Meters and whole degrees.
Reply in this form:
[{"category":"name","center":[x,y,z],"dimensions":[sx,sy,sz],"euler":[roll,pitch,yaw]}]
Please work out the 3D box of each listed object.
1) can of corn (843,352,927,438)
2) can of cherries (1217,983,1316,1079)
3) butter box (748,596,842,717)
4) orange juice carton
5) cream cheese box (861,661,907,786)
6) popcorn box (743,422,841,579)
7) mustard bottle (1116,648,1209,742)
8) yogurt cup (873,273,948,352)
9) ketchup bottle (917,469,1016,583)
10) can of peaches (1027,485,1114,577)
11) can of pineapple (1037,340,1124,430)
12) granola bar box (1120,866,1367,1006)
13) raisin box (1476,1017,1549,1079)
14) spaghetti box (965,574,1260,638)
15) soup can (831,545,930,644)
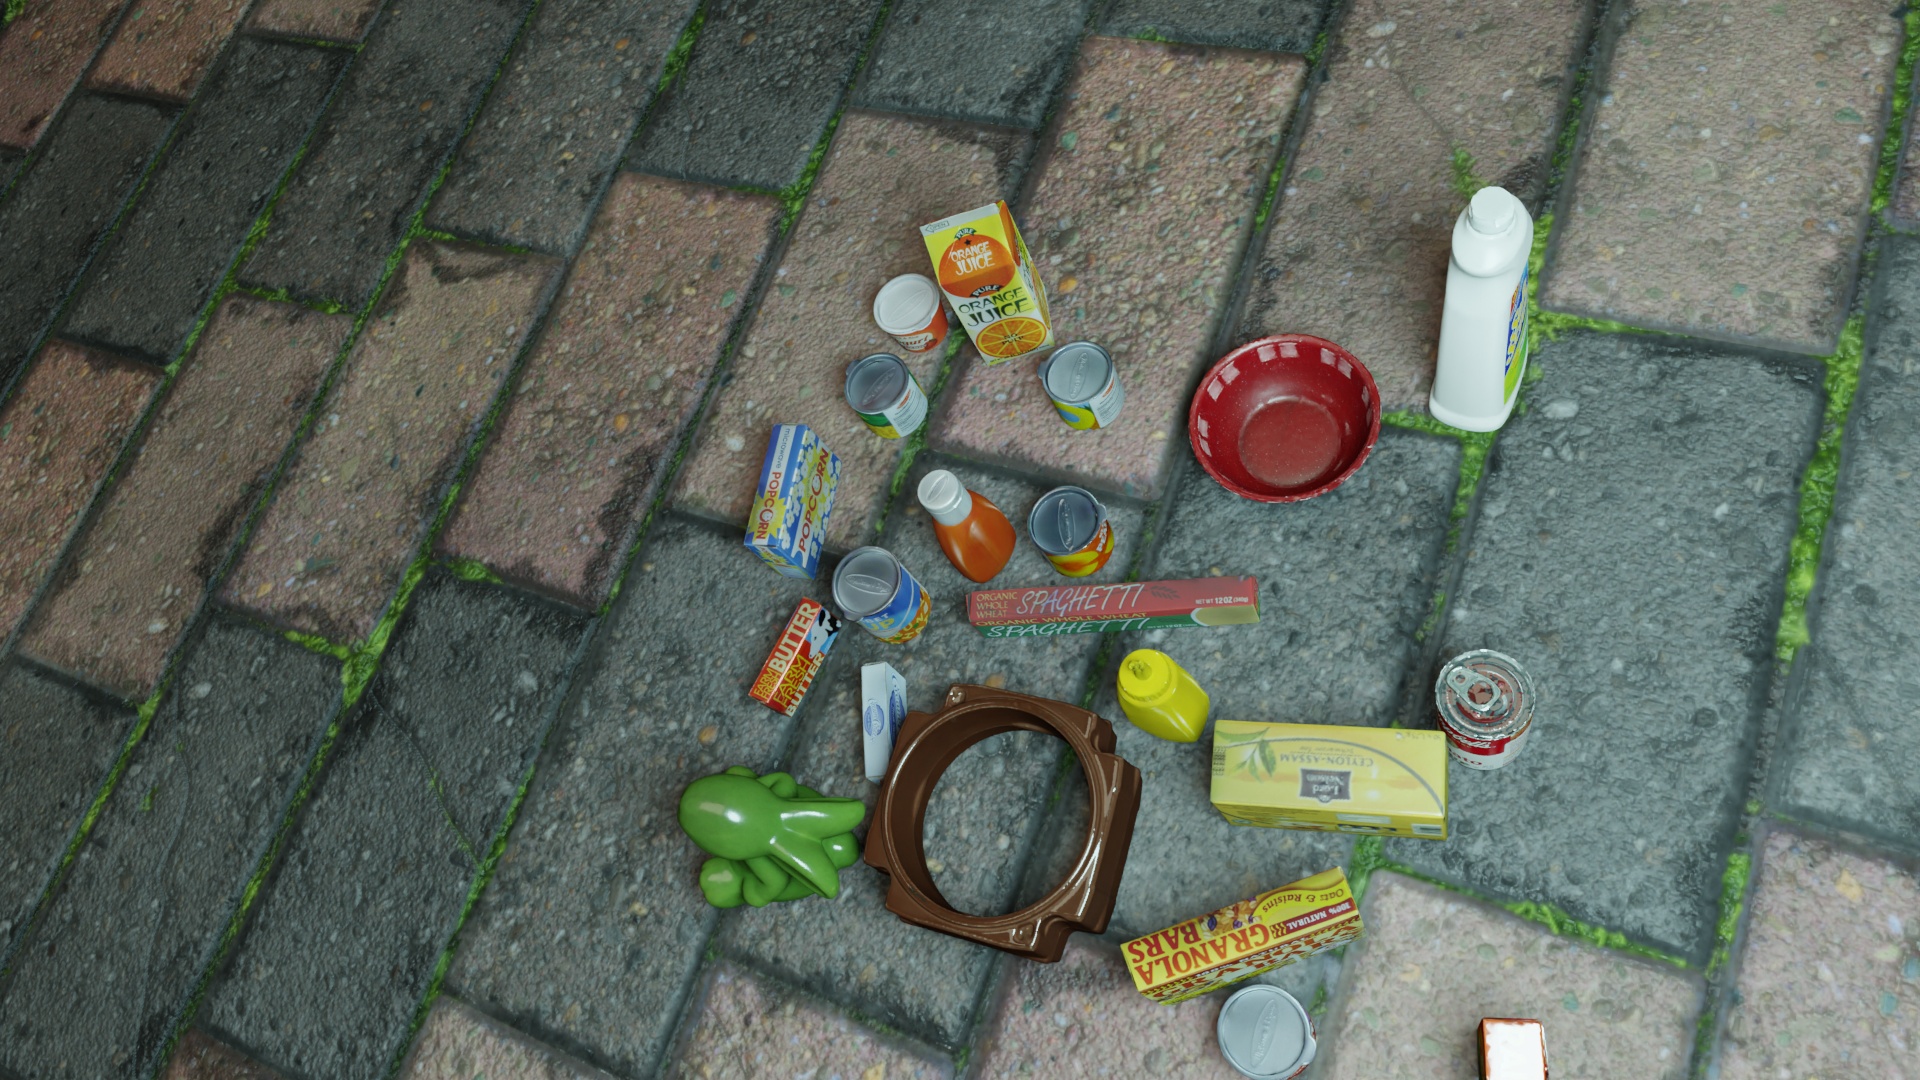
[{"category":"can of corn","center":[-0.073,-0.141,1.346],"dimensions":[0.071,0.058,0.071],"euler":[-7,66,16]},{"category":"can of cherries","center":[0.228,0.365,1.022],"dimensions":[0.071,0.058,0.072],"euler":[-7,66,16]},{"category":"butter box","center":[-0.149,0.107,1.267],"dimensions":[0.024,0.053,0.104],"euler":[22,76,26]},{"category":"orange juice carton","center":[0.026,-0.245,1.281],"dimensions":[0.072,0.192,0.073],"euler":[-15,64,13]},{"category":"cream cheese box","center":[-0.065,0.163,1.213],"dimensions":[0.024,0.053,0.104],"euler":[-11,64,15]},{"category":"popcorn box","center":[-0.157,-0.037,1.314],"dimensions":[0.038,0.085,0.127],"euler":[3,69,20]},{"category":"mustard bottle","center":[0.155,0.119,1.097],"dimensions":[0.065,0.160,0.049],"euler":[13,73,24]},{"category":"yogurt cup","center":[-0.046,-0.222,1.375],"dimensions":[0.072,0.054,0.072],"euler":[-7,66,16]},{"category":"ketchup bottle","center":[0.004,-0.015,1.213],"dimensions":[0.043,0.148,0.065],"euler":[29,80,27]},{"category":"can of peaches","center":[0.101,-0.007,1.229],"dimensions":[0.071,0.058,0.071],"euler":[-7,66,16]},{"category":"can of pineapple","center":[0.113,-0.143,1.284],"dimensions":[0.071,0.057,0.071],"euler":[-7,66,16]},{"category":"granola bar box","center":[0.212,0.295,1.021],"dimensions":[0.165,0.124,0.039],"euler":[-23,62,9]},{"category":"raisin box","center":[0.371,0.370,0.934],"dimensions":[0.040,0.123,0.086],"euler":[-2,67,18]},{"category":"spaghetti box","center":[0.130,0.058,1.195],"dimensions":[0.250,0.050,0.029],"euler":[-4,67,17]},{"category":"soup can","center":[-0.071,0.053,1.246],"dimensions":[0.071,0.083,0.071],"euler":[-7,66,16]}]
